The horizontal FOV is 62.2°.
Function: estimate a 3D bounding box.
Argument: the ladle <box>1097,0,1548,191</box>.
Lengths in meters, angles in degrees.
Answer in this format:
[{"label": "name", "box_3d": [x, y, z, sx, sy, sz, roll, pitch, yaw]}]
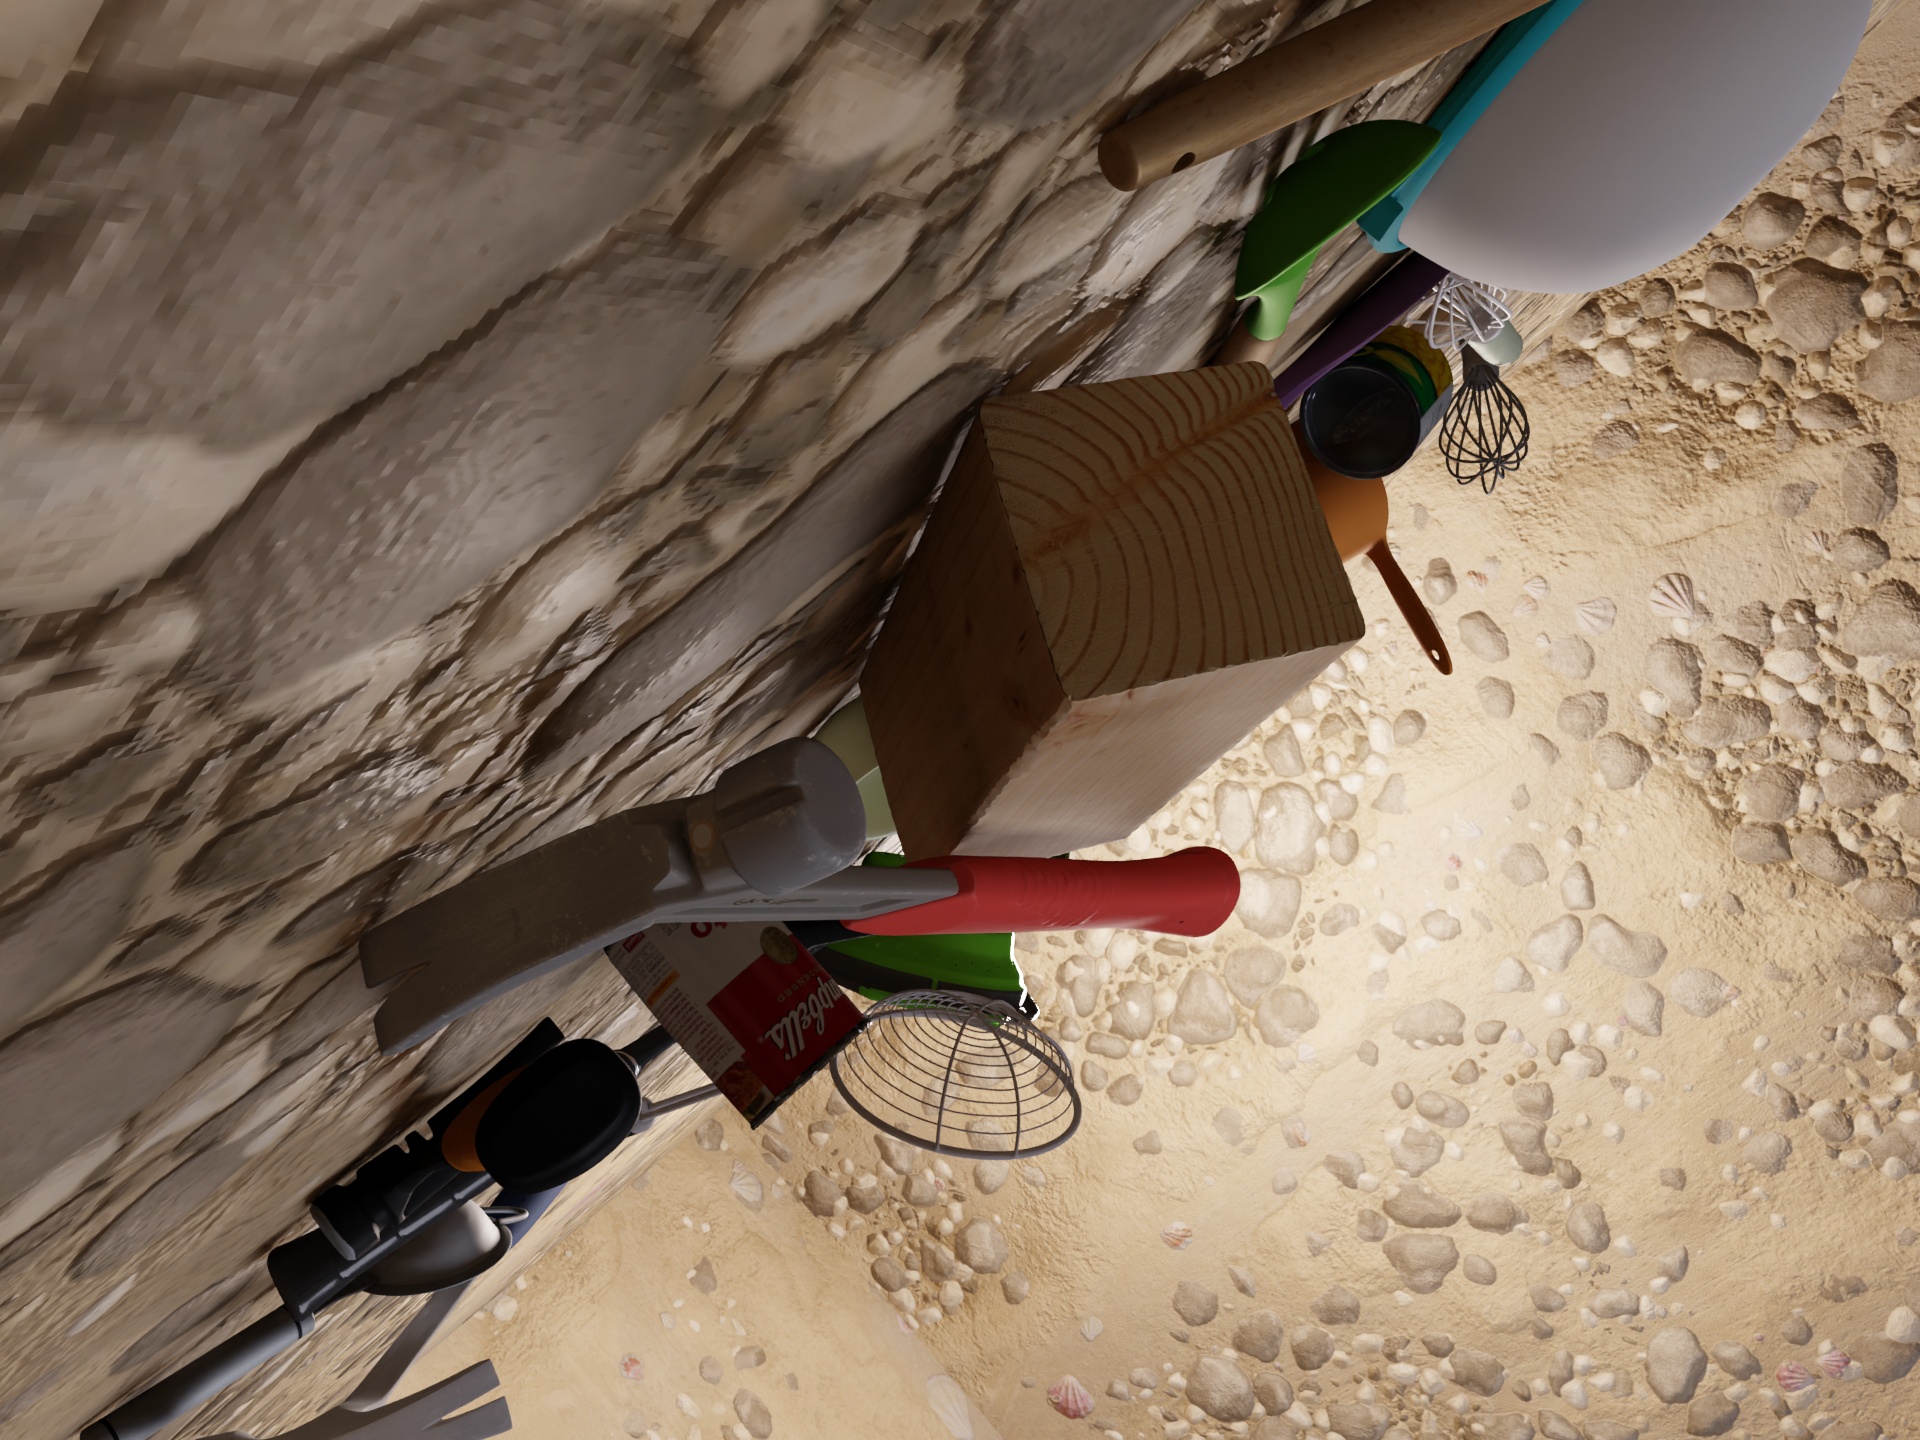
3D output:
[{"label": "ladle", "box_3d": [0.150, -0.203, 0.395, 0.320, 0.062, 0.078, -32, 170, -23]}]

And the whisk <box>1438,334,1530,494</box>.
[{"label": "whisk", "box_3d": [0.334, -0.219, 1.020, 0.055, 0.055, 0.239, -47, -165, 39]}]

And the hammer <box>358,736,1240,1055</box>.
[{"label": "hammer", "box_3d": [-0.005, 0.060, 0.515, 0.149, 0.037, 0.358, -25, 162, 27]}]

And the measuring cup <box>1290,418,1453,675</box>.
[{"label": "measuring cup", "box_3d": [0.220, -0.091, 0.919, 0.052, 0.174, 0.095, -27, 171, -18]}]

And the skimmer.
[{"label": "skimmer", "box_3d": [-0.112, 0.221, 0.847, 0.363, 0.090, 0.127, -22, -176, 25]}]

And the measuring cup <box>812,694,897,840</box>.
[{"label": "measuring cup", "box_3d": [-0.068, 0.032, 0.648, 0.167, 0.038, 0.083, -24, 155, -6]}]

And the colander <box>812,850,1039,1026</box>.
[{"label": "colander", "box_3d": [-0.046, 0.153, 1.283, 0.397, 0.204, 0.094, -172, -83, -78]}]

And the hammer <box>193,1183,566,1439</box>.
[{"label": "hammer", "box_3d": [-0.267, 0.304, 0.894, 0.144, 0.035, 0.405, -15, -175, 4]}]

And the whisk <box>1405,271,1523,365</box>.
[{"label": "whisk", "box_3d": [0.280, -0.218, 0.860, 0.246, 0.058, 0.059, -11, 122, -65]}]

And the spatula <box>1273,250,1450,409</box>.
[{"label": "spatula", "box_3d": [0.128, -0.133, 0.754, 0.316, 0.018, 0.060, -42, -161, 7]}]

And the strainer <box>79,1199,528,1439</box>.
[{"label": "strainer", "box_3d": [-0.322, 0.291, 0.789, 0.087, 0.050, 0.258, 7, -159, 36]}]

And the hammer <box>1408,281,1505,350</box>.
[{"label": "hammer", "box_3d": [0.271, -0.219, 0.985, 0.410, 0.038, 0.146, -47, 171, 33]}]

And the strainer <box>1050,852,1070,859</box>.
[{"label": "strainer", "box_3d": [0.027, 0.048, 1.147, 0.256, 0.069, 0.152, 53, 43, -65]}]

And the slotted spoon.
[{"label": "slotted spoon", "box_3d": [0.104, -0.135, 0.581, 0.070, 0.031, 0.313, -42, 176, -6]}]

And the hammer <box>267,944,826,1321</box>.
[{"label": "hammer", "box_3d": [-0.160, 0.171, 0.812, 0.149, 0.036, 0.409, -7, -163, 44]}]

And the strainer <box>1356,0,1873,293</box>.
[{"label": "strainer", "box_3d": [0.288, -0.243, 0.654, 0.211, 0.095, 0.340, -45, 172, 26]}]

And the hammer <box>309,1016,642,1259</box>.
[{"label": "hammer", "box_3d": [-0.159, 0.140, 0.560, 0.127, 0.034, 0.337, -38, -178, -29]}]
